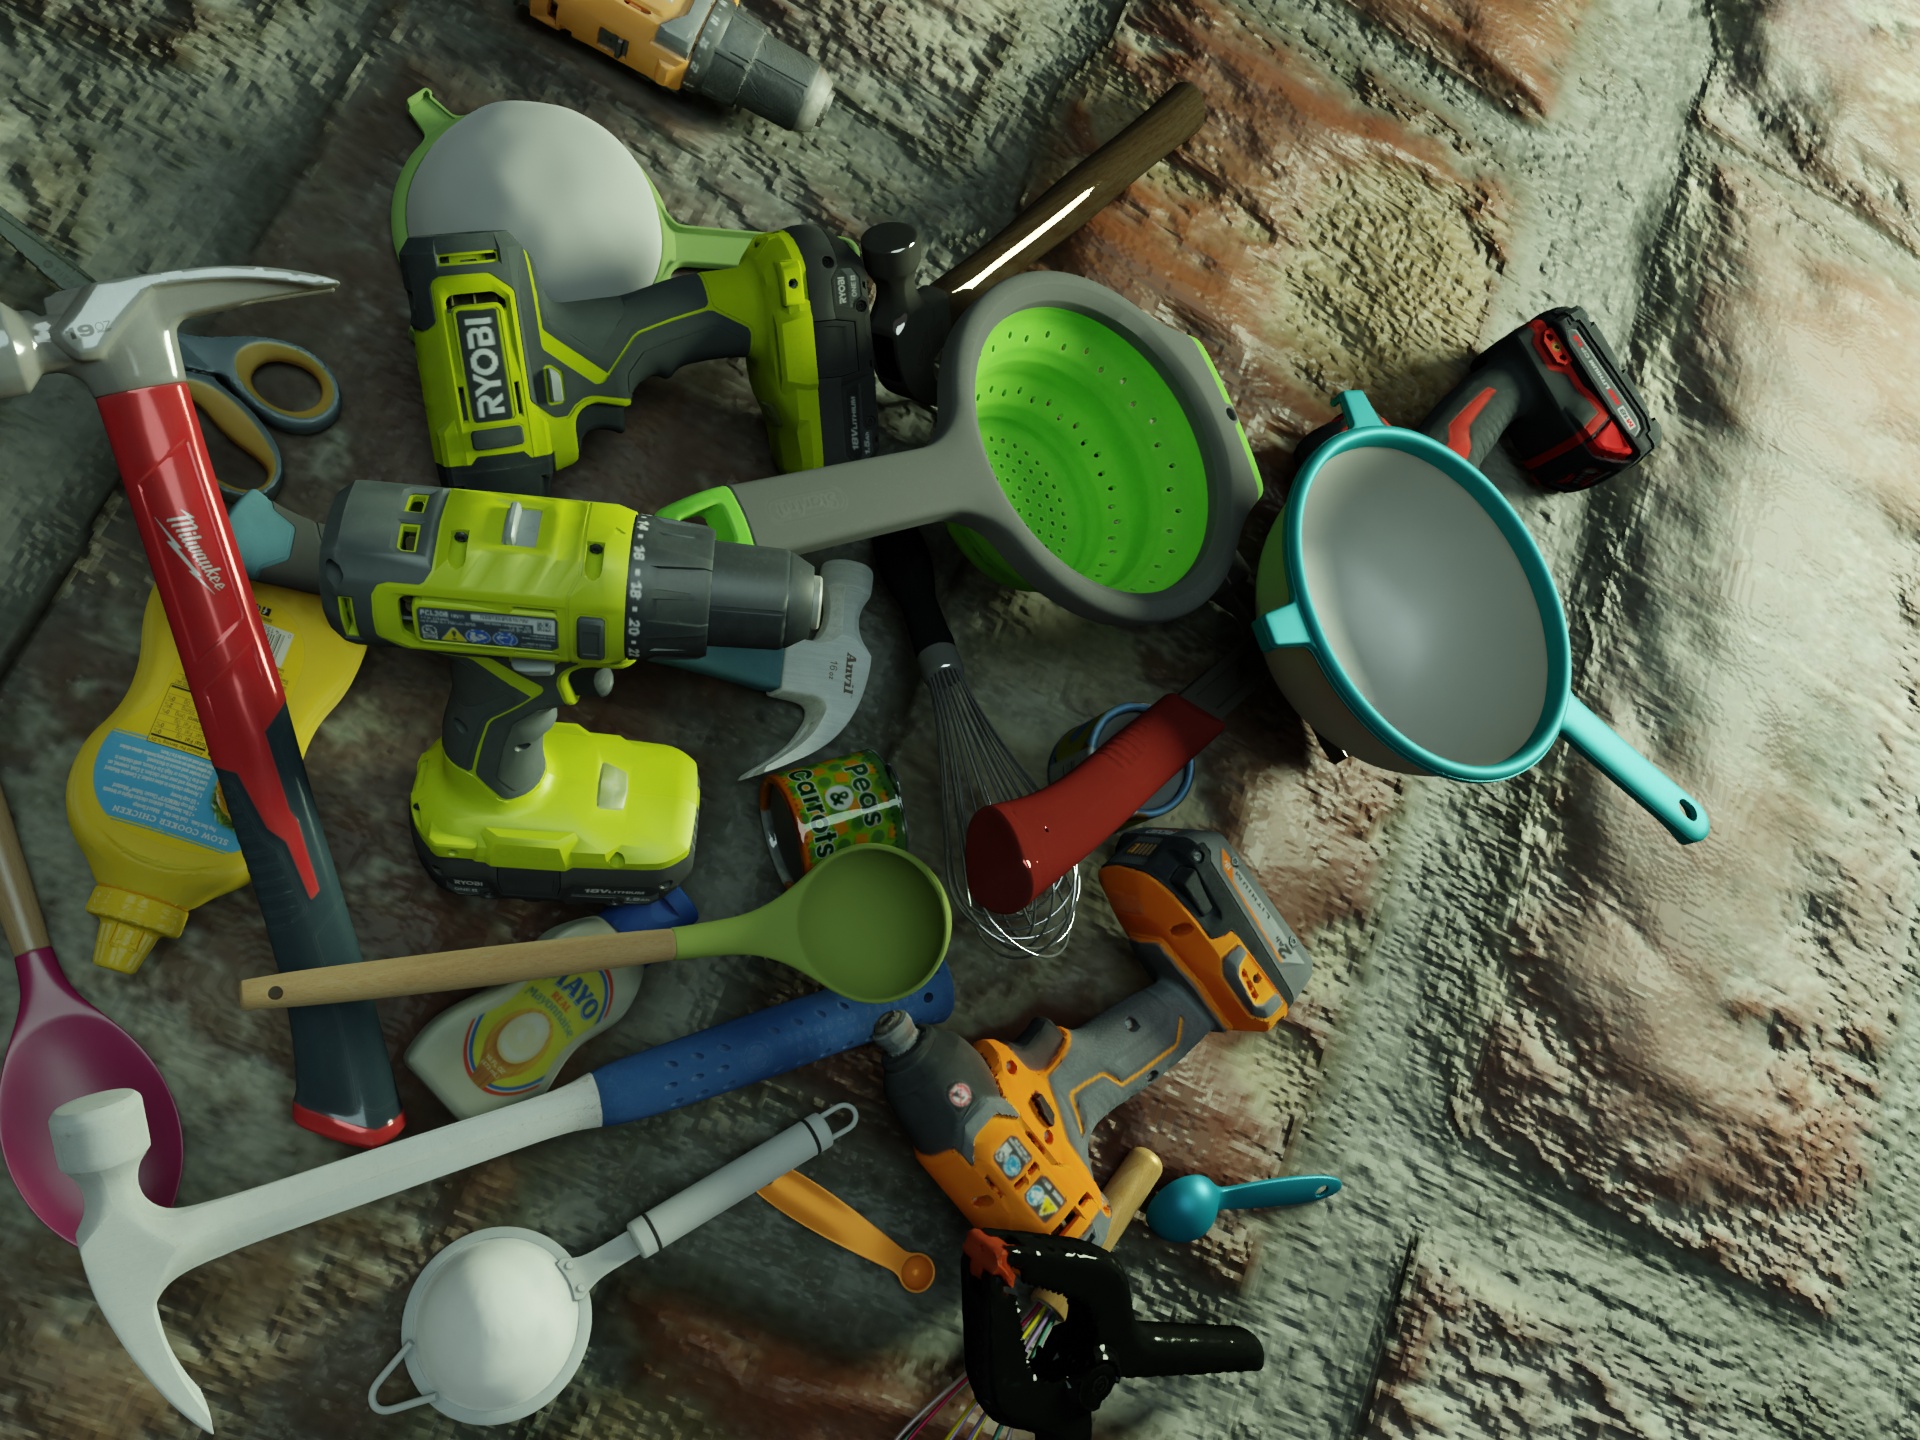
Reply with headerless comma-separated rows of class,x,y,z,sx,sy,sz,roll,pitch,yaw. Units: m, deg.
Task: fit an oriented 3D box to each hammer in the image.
hammer,-0.179,0.185,0.737,0.405,0.035,0.144,-13,98,-32
hammer,0.053,-0.295,0.944,0.031,0.129,0.331,25,52,26
hammer,-0.195,-0.053,0.789,0.330,0.033,0.128,13,73,-30
hammer,0.112,0.017,0.829,0.149,0.036,0.359,55,37,1
hammer,-0.295,0.002,0.696,0.143,0.038,0.386,-18,103,-24

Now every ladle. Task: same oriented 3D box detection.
ladle,-0.155,0.106,0.728,0.320,0.062,0.078,-4,87,-25

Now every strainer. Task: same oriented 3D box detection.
strainer,-0.159,0.249,0.758,0.258,0.050,0.087,-26,71,-25
strainer,0.289,-0.018,0.924,0.340,0.095,0.211,36,56,-17
strainer,-0.173,-0.273,0.863,0.256,0.069,0.151,0,77,-19

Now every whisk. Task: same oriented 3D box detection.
whisk,-0.001,-0.002,0.834,0.070,0.070,0.285,-6,57,-21
whisk,0.031,0.321,0.817,0.245,0.051,0.047,-49,120,-27

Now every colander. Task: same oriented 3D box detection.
colander,-0.005,-0.117,0.835,0.397,0.094,0.204,-20,85,-41

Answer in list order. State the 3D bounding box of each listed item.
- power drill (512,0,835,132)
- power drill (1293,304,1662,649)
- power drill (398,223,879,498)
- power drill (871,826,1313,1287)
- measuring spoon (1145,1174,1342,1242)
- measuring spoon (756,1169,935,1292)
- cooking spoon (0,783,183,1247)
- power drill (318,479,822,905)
power drill,-0.131,-0.463,0.922,0.185,0.084,0.226,25,74,-14
power drill,0.341,-0.146,1.021,0.226,0.080,0.188,-32,89,-21
power drill,-0.162,-0.170,0.825,0.223,0.080,0.171,-12,111,-21
power drill,0.065,0.157,0.831,0.226,0.084,0.164,-44,107,-21
measuring spoon,0.162,0.268,0.875,0.128,0.021,0.042,1,119,-25
measuring spoon,-0.063,0.256,0.811,0.117,0.011,0.021,34,67,-6
cooking spoon,-0.424,0.080,0.714,0.068,0.017,0.319,-19,85,-24
power drill,-0.165,-0.008,0.700,0.190,0.228,0.080,5,53,-9
